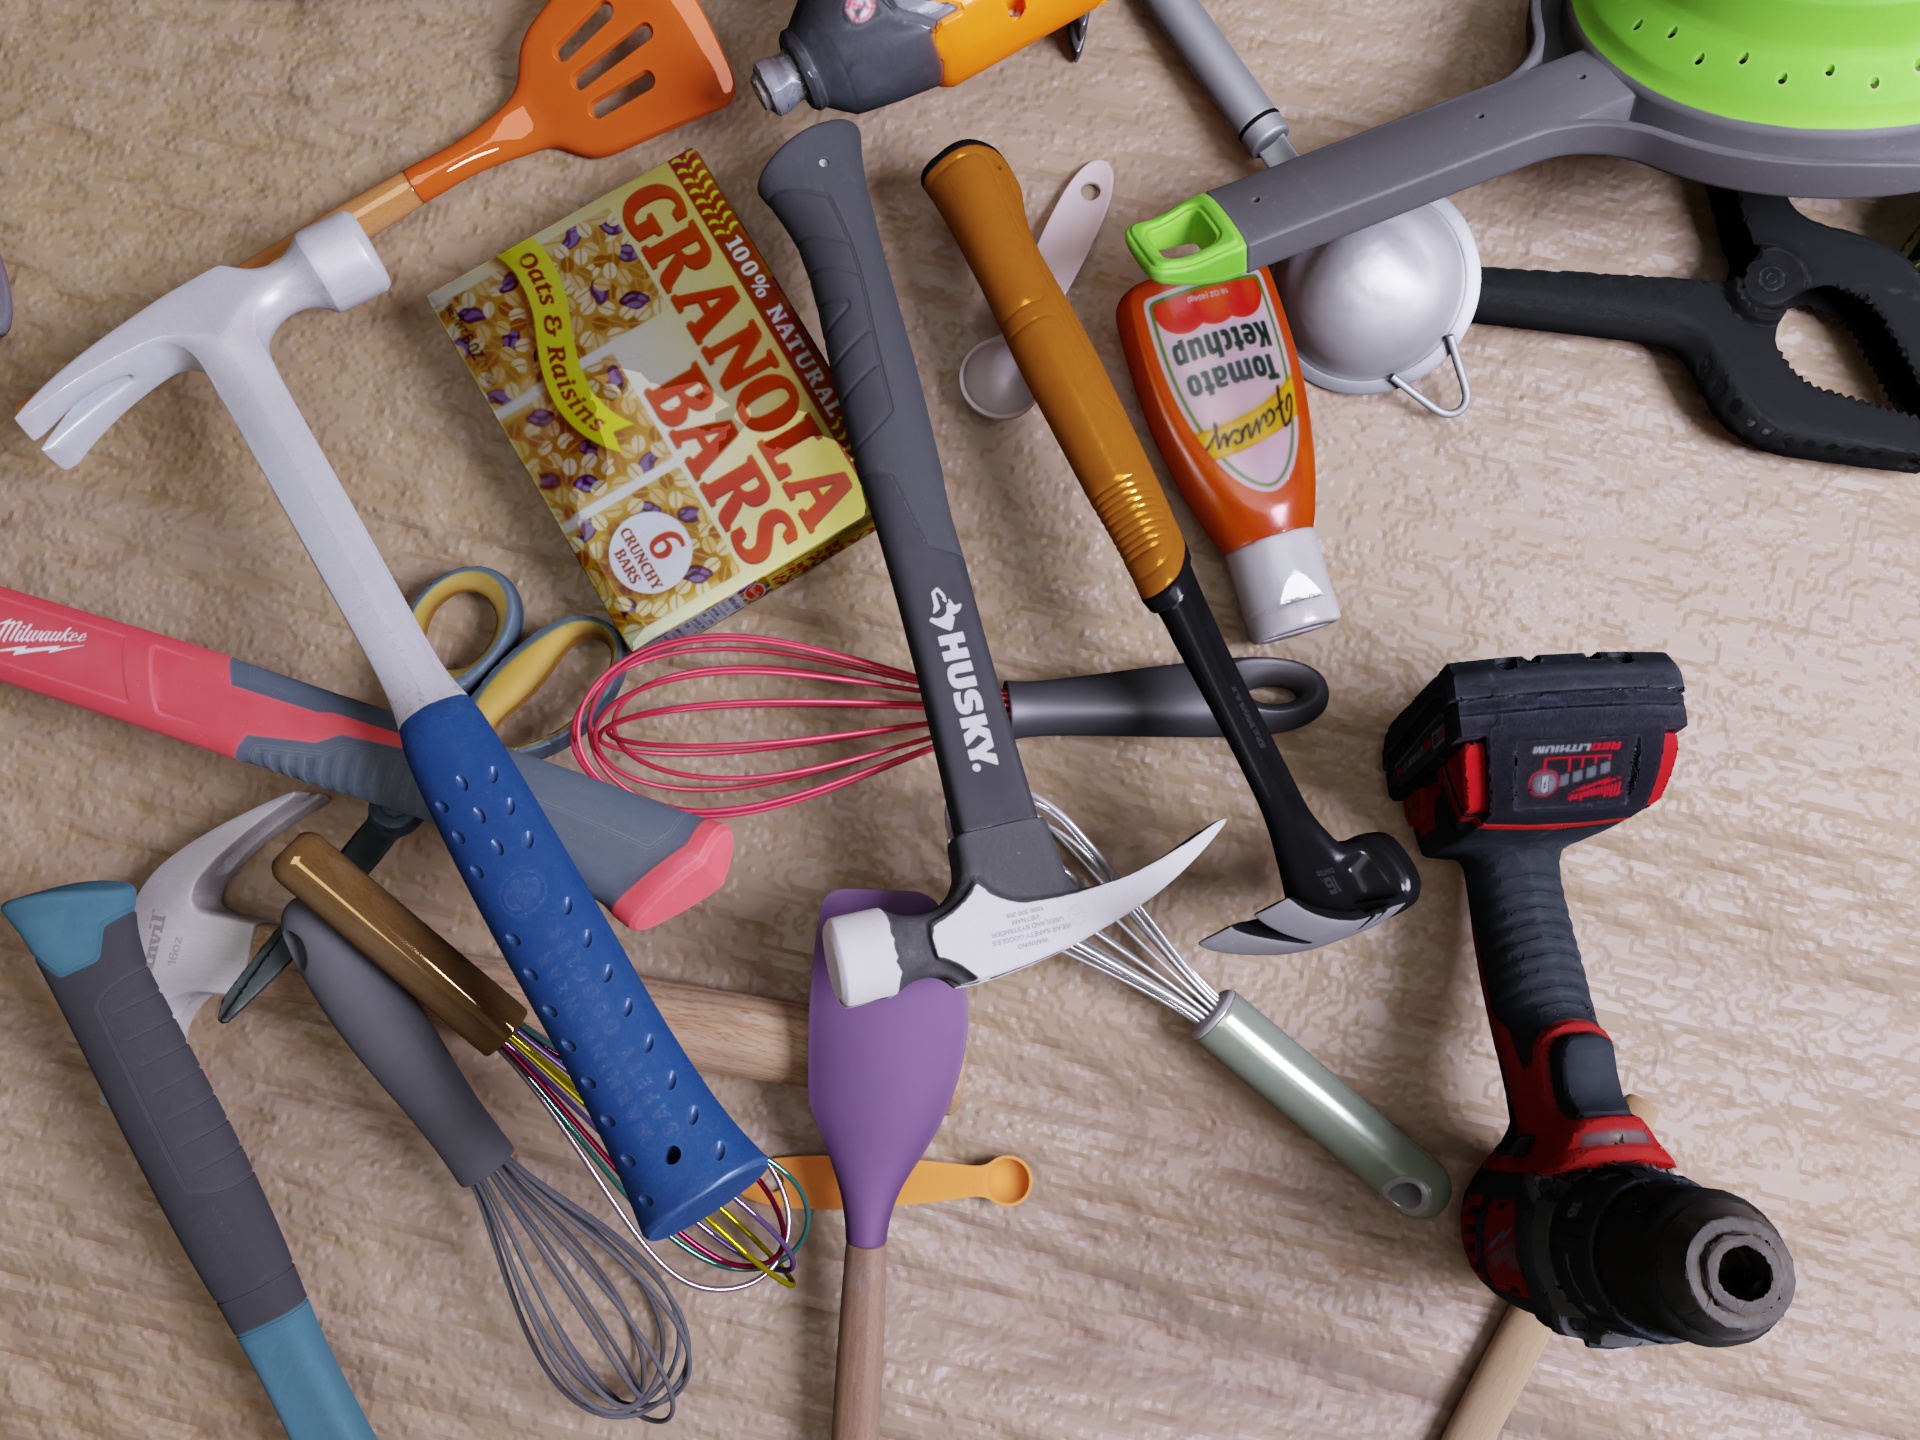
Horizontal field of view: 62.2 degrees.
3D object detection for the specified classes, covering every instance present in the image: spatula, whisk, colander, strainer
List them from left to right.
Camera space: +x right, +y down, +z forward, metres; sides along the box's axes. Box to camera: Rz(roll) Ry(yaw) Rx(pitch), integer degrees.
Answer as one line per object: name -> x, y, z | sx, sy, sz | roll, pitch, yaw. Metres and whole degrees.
spatula -> -0.245, -0.206, 0.646 | 0.322, 0.041, 0.081 | -31, 103, -1
whisk -> -0.174, 0.163, 0.583 | 0.055, 0.055, 0.239 | -33, 99, -2
whisk -> -0.145, 0.126, 0.572 | 0.051, 0.047, 0.245 | -41, 104, 16
spatula -> -0.034, 0.221, 0.596 | 0.060, 0.018, 0.316 | 4, 92, -3
whisk -> -0.001, -0.002, 0.617 | 0.296, 0.073, 0.073 | -3, 85, -6
whisk -> 0.091, 0.108, 0.613 | 0.246, 0.059, 0.057 | 40, 123, 0
strainer -> 0.126, -0.230, 0.643 | 0.087, 0.050, 0.258 | -36, 79, 21
colander -> 0.243, -0.261, 0.571 | 0.397, 0.094, 0.205 | -22, 55, -5

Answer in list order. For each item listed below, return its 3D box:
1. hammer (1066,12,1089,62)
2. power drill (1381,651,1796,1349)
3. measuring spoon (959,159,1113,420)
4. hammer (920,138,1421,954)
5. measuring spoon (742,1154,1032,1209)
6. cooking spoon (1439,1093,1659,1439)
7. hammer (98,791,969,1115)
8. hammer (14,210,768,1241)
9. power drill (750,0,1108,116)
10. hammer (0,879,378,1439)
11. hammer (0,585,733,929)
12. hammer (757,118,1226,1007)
hammer -> -0.126, -0.330, 0.659 | 0.359, 0.036, 0.149 | -7, 84, -1
power drill -> 0.208, 0.093, 0.535 | 0.080, 0.187, 0.227 | -3, 76, 1
measuring spoon -> 0.035, -0.176, 0.656 | 0.034, 0.018, 0.124 | 24, 78, 3
hammer -> 0.060, -0.074, 0.580 | 0.034, 0.127, 0.337 | -33, 72, 30
measuring spoon -> -0.030, 0.180, 0.623 | 0.117, 0.011, 0.021 | -2, 85, 4
cooking spoon -> 0.187, 0.285, 0.605 | 0.069, 0.017, 0.319 | 29, 86, 12
hammer -> -0.161, 0.108, 0.620 | 0.331, 0.031, 0.130 | 8, 85, 1
hammer -> -0.191, -0.007, 0.547 | 0.144, 0.035, 0.406 | -31, 69, -11
power drill -> -0.046, -0.347, 0.605 | 0.164, 0.084, 0.226 | -30, 89, -2
hammer -> -0.260, 0.208, 0.589 | 0.128, 0.033, 0.331 | -25, 93, 0
hammer -> -0.262, -0.018, 0.595 | 0.386, 0.038, 0.143 | 17, 71, 9
hammer -> -0.011, -0.073, 0.590 | 0.146, 0.035, 0.335 | -12, 77, -13
